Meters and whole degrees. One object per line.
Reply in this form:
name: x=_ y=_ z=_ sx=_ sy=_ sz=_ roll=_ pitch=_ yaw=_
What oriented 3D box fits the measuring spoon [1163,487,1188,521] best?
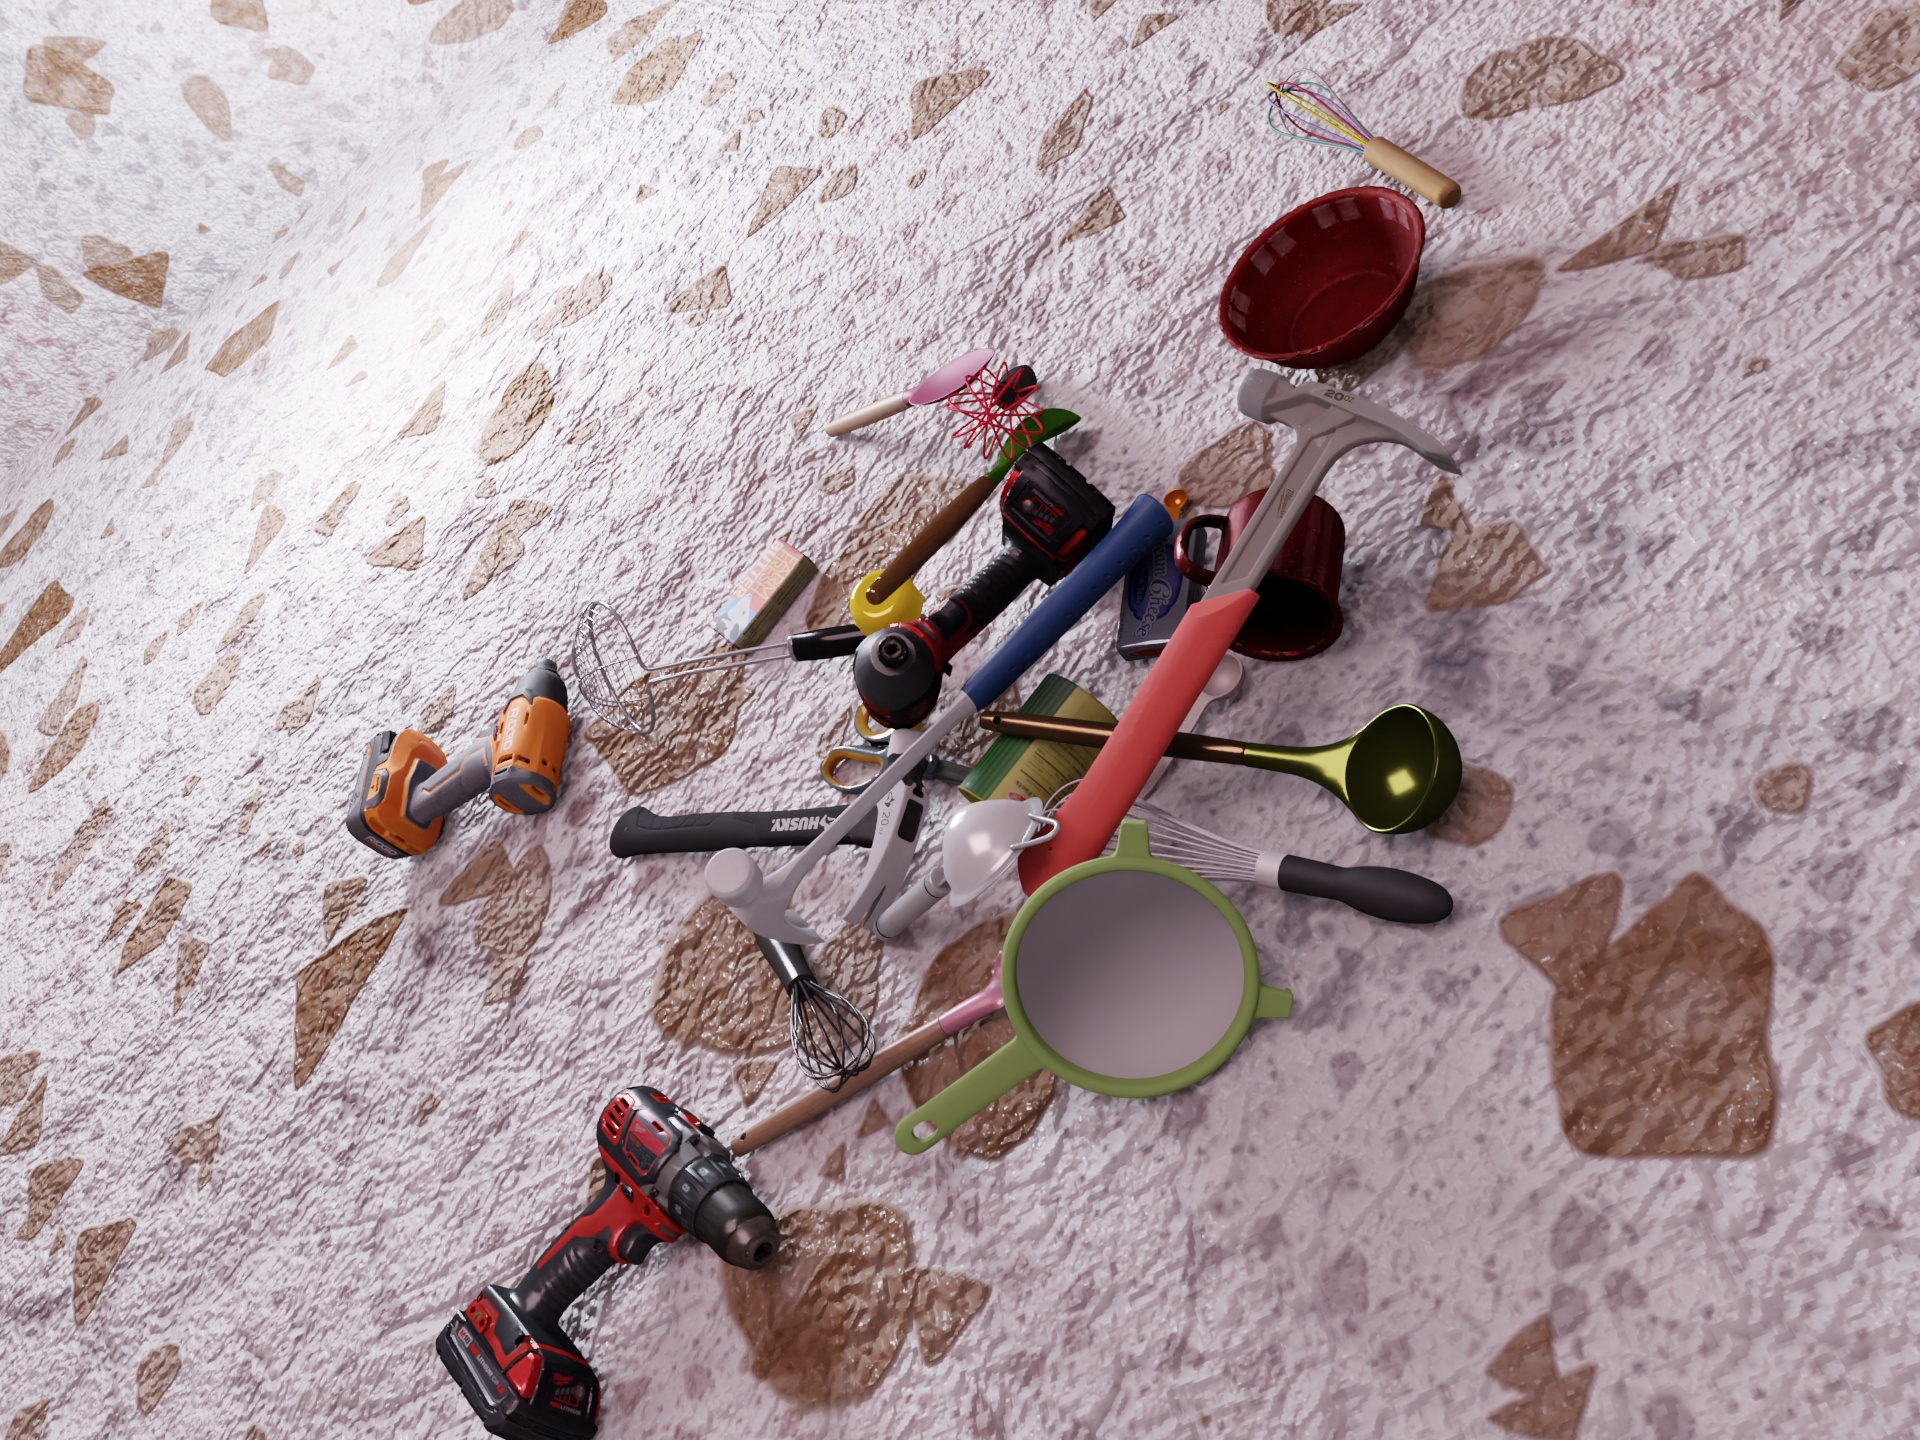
measuring spoon: x=0.151 y=-0.120 z=1.171 sx=0.021 sy=0.011 sz=0.117 roll=0 pitch=64 yaw=31

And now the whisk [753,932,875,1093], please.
whisk: x=-0.112 y=0.184 z=1.116 sx=0.055 sy=0.055 sz=0.239 roll=-48 pitch=29 yaw=1

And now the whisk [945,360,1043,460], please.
whisk: x=0.037 y=-0.251 z=1.241 sx=0.073 sy=0.073 sz=0.296 roll=-34 pitch=11 yaw=16

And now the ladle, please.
ladle: x=0.149 y=0.015 z=0.989 sx=0.320 sy=0.062 sz=0.078 roll=8 pitch=81 yaw=29

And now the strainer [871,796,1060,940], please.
strainer: x=-0.013 y=0.103 z=1.040 sx=0.087 sy=0.050 sz=0.258 roll=-57 pitch=6 yaw=-34

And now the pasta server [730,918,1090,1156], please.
pasta server: x=-0.036 y=0.212 z=1.060 sx=0.316 sy=0.040 sz=0.060 roll=-33 pitch=34 yaw=18

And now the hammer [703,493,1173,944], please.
hammer: x=-0.002 y=-0.003 z=1.094 sx=0.405 sy=0.144 sz=0.035 roll=-45 pitch=63 yaw=-10

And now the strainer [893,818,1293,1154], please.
strainer: x=0.062 y=0.176 z=0.964 sx=0.256 sy=0.151 sz=0.069 roll=-39 pitch=7 yaw=15

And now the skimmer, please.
skimmer: x=-0.185 y=-0.063 z=1.370 sx=0.363 sy=0.127 sz=0.090 roll=-8 pitch=18 yaw=22

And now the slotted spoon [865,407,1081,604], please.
slotted spoon: x=0.010 y=-0.168 z=1.199 sx=0.070 sy=0.031 sz=0.314 roll=-24 pitch=18 yaw=41

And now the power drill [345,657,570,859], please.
power drill: x=-0.470 y=0.033 z=1.526 sx=0.226 sy=0.084 sz=0.164 roll=-19 pitch=49 yaw=23

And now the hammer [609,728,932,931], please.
hammer: x=-0.163 y=0.091 z=1.249 sx=0.335 sy=0.035 sz=0.146 roll=-6 pitch=64 yaw=40

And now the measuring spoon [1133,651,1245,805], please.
measuring spoon: x=0.152 y=0.009 z=1.073 sx=0.124 sy=0.018 sz=0.034 roll=-54 pitch=44 yaw=4

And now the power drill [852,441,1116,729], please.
power drill: x=0.009 y=-0.090 z=1.152 sx=0.078 sy=0.143 sz=0.219 roll=43 pitch=82 yaw=9

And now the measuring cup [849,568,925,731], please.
measuring cup: x=-0.053 y=-0.055 z=1.240 sx=0.062 sy=0.029 sz=0.157 roll=-19 pitch=54 yaw=10

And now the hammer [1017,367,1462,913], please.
hammer: x=0.149 y=-0.037 z=0.966 sx=0.149 sy=0.036 sz=0.359 roll=34 pitch=95 yaw=36

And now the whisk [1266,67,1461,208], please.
whisk: x=0.313 y=-0.460 z=1.261 sx=0.051 sy=0.047 sz=0.245 roll=-40 pitch=46 yaw=7

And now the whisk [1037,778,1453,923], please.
whisk: x=0.164 y=0.085 z=0.975 sx=0.285 sy=0.070 sz=0.070 roll=9 pitch=66 yaw=38

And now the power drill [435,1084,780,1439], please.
power drill: x=-0.231 y=0.378 z=1.075 sx=0.188 sy=0.080 sz=0.227 roll=25 pitch=75 yaw=47

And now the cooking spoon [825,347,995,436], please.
cooking spoon: x=-0.053 y=-0.273 z=1.367 sx=0.069 sy=0.017 sz=0.319 roll=-48 pitch=20 yaw=-17
